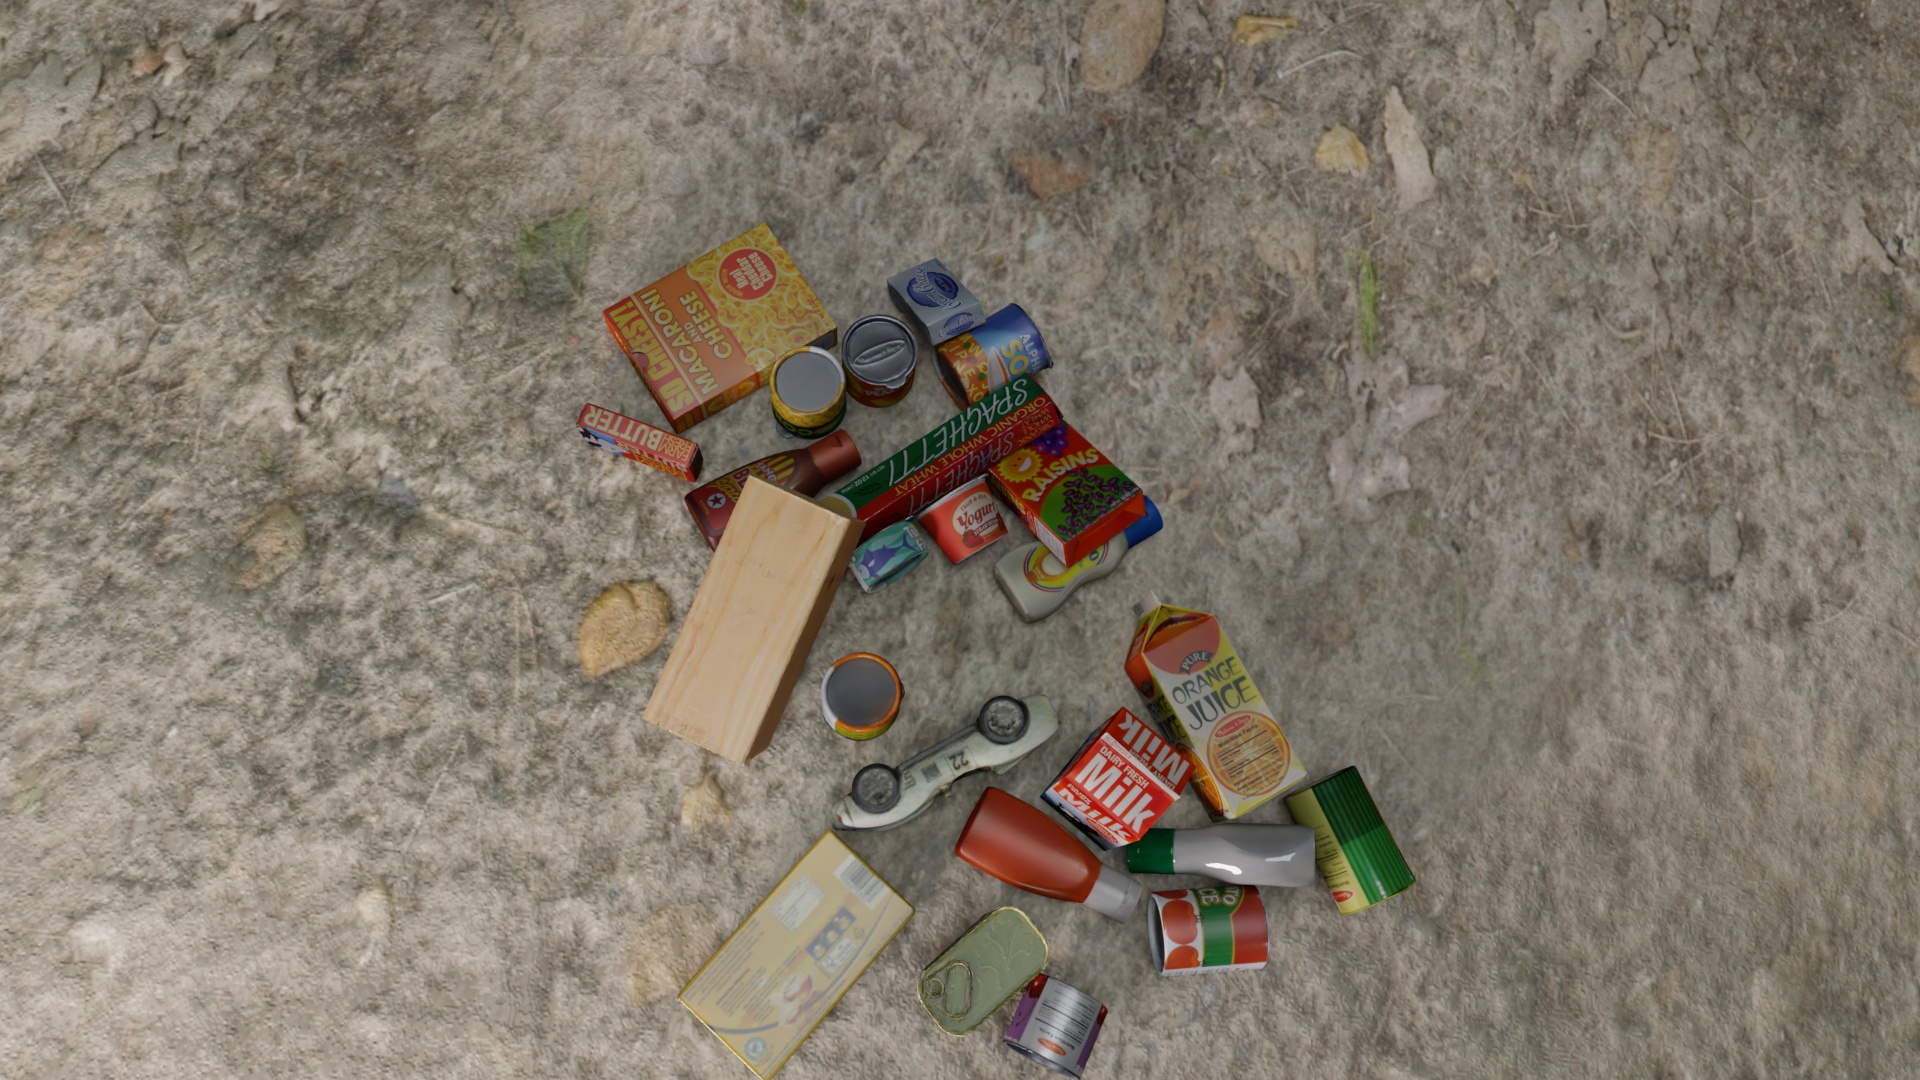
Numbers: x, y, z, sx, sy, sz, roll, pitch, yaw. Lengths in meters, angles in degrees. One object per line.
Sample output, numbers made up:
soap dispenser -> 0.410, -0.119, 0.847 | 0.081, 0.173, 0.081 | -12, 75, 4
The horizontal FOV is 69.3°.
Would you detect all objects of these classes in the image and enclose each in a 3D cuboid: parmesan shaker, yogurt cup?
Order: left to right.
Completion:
yogurt cup -> 0.004, -0.015, 1.185 | 0.072, 0.072, 0.054 | -31, 87, -12
parmesan shaker -> 0.319, 0.243, 1.134 | 0.071, 0.071, 0.103 | -23, 77, -10

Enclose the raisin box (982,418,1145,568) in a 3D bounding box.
raisin box -> 0.087, -0.046, 1.188 | 0.086, 0.040, 0.124 | -35, 55, -13

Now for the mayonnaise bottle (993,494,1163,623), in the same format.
mayonnaise bottle -> 0.104, 0.010, 1.197 | 0.148, 0.041, 0.065 | -30, 74, -12

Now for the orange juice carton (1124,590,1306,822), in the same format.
orange juice carton -> 0.199, 0.131, 1.155 | 0.073, 0.071, 0.193 | -27, 78, -11

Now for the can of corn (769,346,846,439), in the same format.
can of corn -> -0.134, -0.127, 1.207 | 0.071, 0.058, 0.071 | 1, 74, -4

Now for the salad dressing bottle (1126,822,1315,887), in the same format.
salad dressing bottle -> 0.209, 0.252, 1.118 | 0.147, 0.064, 0.044 | -1, 103, 14

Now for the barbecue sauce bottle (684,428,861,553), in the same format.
barbecue sauce bottle -> -0.157, -0.046, 1.188 | 0.149, 0.043, 0.065 | -29, 55, -12

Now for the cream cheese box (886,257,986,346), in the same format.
cream cheese box -> -0.023, -0.212, 1.230 | 0.053, 0.024, 0.104 | -26, 40, -9

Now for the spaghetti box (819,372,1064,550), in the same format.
spaghetti box -> -0.029, -0.060, 1.188 | 0.250, 0.028, 0.050 | -33, 49, -5

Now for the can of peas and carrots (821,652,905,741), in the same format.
can of peas and carrots -> -0.079, 0.128, 1.140 | 0.071, 0.058, 0.071 | 1, 75, -4

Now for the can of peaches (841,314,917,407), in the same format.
can of peaches -> -0.071, -0.155, 1.221 | 0.071, 0.058, 0.071 | 1, 74, -5

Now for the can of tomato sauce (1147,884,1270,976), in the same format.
can of tomato sauce -> 0.196, 0.308, 1.107 | 0.083, 0.071, 0.071 | -3, 75, -5

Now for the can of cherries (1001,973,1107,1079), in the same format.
can of cherries -> 0.073, 0.377, 1.078 | 0.071, 0.071, 0.058 | 26, 68, 3

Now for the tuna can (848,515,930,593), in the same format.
tuna can -> -0.058, 0.012, 1.169 | 0.071, 0.071, 0.033 | -33, 81, -12

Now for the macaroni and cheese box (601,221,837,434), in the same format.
macaroni and cheese box -> -0.211, -0.189, 1.228 | 0.167, 0.040, 0.124 | -32, 78, -13

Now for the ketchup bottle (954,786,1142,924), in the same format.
ketchup bottle -> 0.073, 0.259, 1.123 | 0.149, 0.043, 0.065 | 27, 75, 3

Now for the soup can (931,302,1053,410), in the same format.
soup can -> 0.028, -0.159, 1.225 | 0.084, 0.071, 0.071 | -32, 79, -12

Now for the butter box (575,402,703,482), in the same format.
butter box -> -0.272, -0.083, 1.186 | 0.103, 0.053, 0.024 | 20, 76, 1

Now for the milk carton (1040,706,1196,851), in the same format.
milk carton -> 0.122, 0.184, 1.072 | 0.072, 0.190, 0.073 | 40, 75, 6
